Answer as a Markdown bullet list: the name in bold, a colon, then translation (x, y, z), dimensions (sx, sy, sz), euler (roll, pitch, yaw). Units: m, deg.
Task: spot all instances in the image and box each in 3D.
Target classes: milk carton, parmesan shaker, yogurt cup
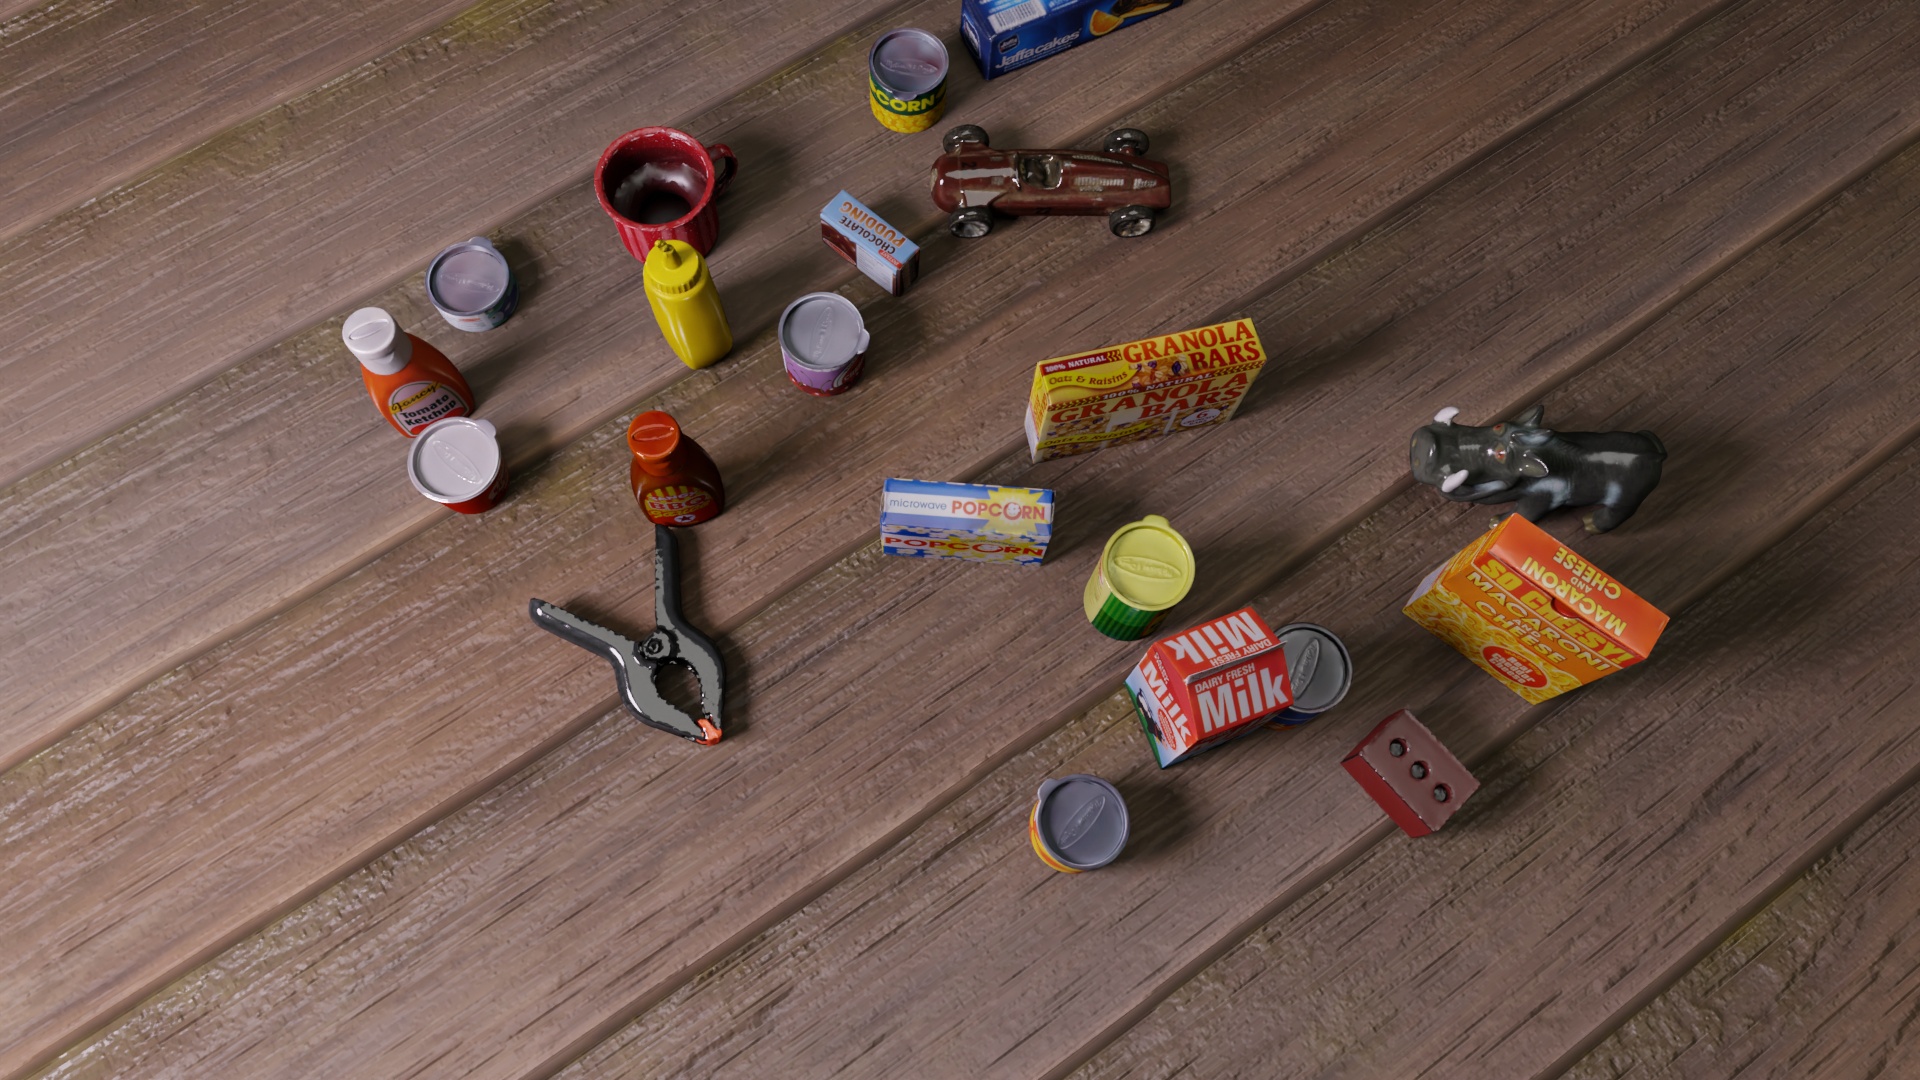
- **milk carton**: translation (0.171, 0.101, 0.961), dimensions (0.072, 0.190, 0.073), euler (-20, 75, -8)
- **parmesan shaker**: translation (0.131, 0.030, 1.027), dimensions (0.071, 0.102, 0.071), euler (1, 73, -2)
- **yogurt cup**: translation (-0.377, -0.053, 1.055), dimensions (0.072, 0.053, 0.072), euler (1, 73, -2)

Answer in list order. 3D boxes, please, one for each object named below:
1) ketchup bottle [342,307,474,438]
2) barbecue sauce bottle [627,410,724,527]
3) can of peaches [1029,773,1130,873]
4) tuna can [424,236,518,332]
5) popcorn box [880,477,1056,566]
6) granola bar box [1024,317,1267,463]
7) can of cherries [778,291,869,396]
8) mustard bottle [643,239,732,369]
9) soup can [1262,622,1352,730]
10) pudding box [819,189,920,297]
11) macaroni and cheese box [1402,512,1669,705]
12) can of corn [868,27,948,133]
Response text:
- **ketchup bottle**: translation (-0.411, -0.124, 1.026), dimensions (0.065, 0.148, 0.043), euler (-26, 76, -10)
- **barbecue sauce bottle**: translation (-0.212, -0.052, 1.012), dimensions (0.065, 0.148, 0.044), euler (-9, 74, -5)
- **can of peaches**: translation (0.082, 0.202, 0.994), dimensions (0.071, 0.058, 0.071), euler (1, 73, -2)
- **tuna can**: translation (-0.390, -0.205, 1.113), dimensions (0.071, 0.032, 0.071), euler (1, 73, -2)
- **popcorn box**: translation (0.004, -0.013, 1.044), dimensions (0.127, 0.085, 0.038), euler (4, 73, -1)
- **granola bar box**: translation (0.136, -0.113, 1.061), dimensions (0.166, 0.124, 0.039), euler (-13, 74, -6)
- **can of cherries**: translation (-0.106, -0.153, 1.096), dimensions (0.071, 0.058, 0.071), euler (1, 73, -2)
- **mustard bottle**: translation (-0.209, -0.185, 1.049), dimensions (0.049, 0.159, 0.065), euler (-33, 77, -11)
- **soup can**: translation (0.241, 0.100, 1.020), dimensions (0.071, 0.083, 0.071), euler (1, 73, -2)
- **pudding box**: translation (-0.074, -0.241, 1.130), dimensions (0.084, 0.049, 0.030), euler (38, 75, 9)
- **macaroni and cheese box**: translation (0.406, 0.054, 0.999), dimensions (0.124, 0.166, 0.040), euler (36, 75, 8)
- **can of corn**: translation (-0.044, -0.385, 1.173), dimensions (0.071, 0.058, 0.071), euler (1, 73, -2)
